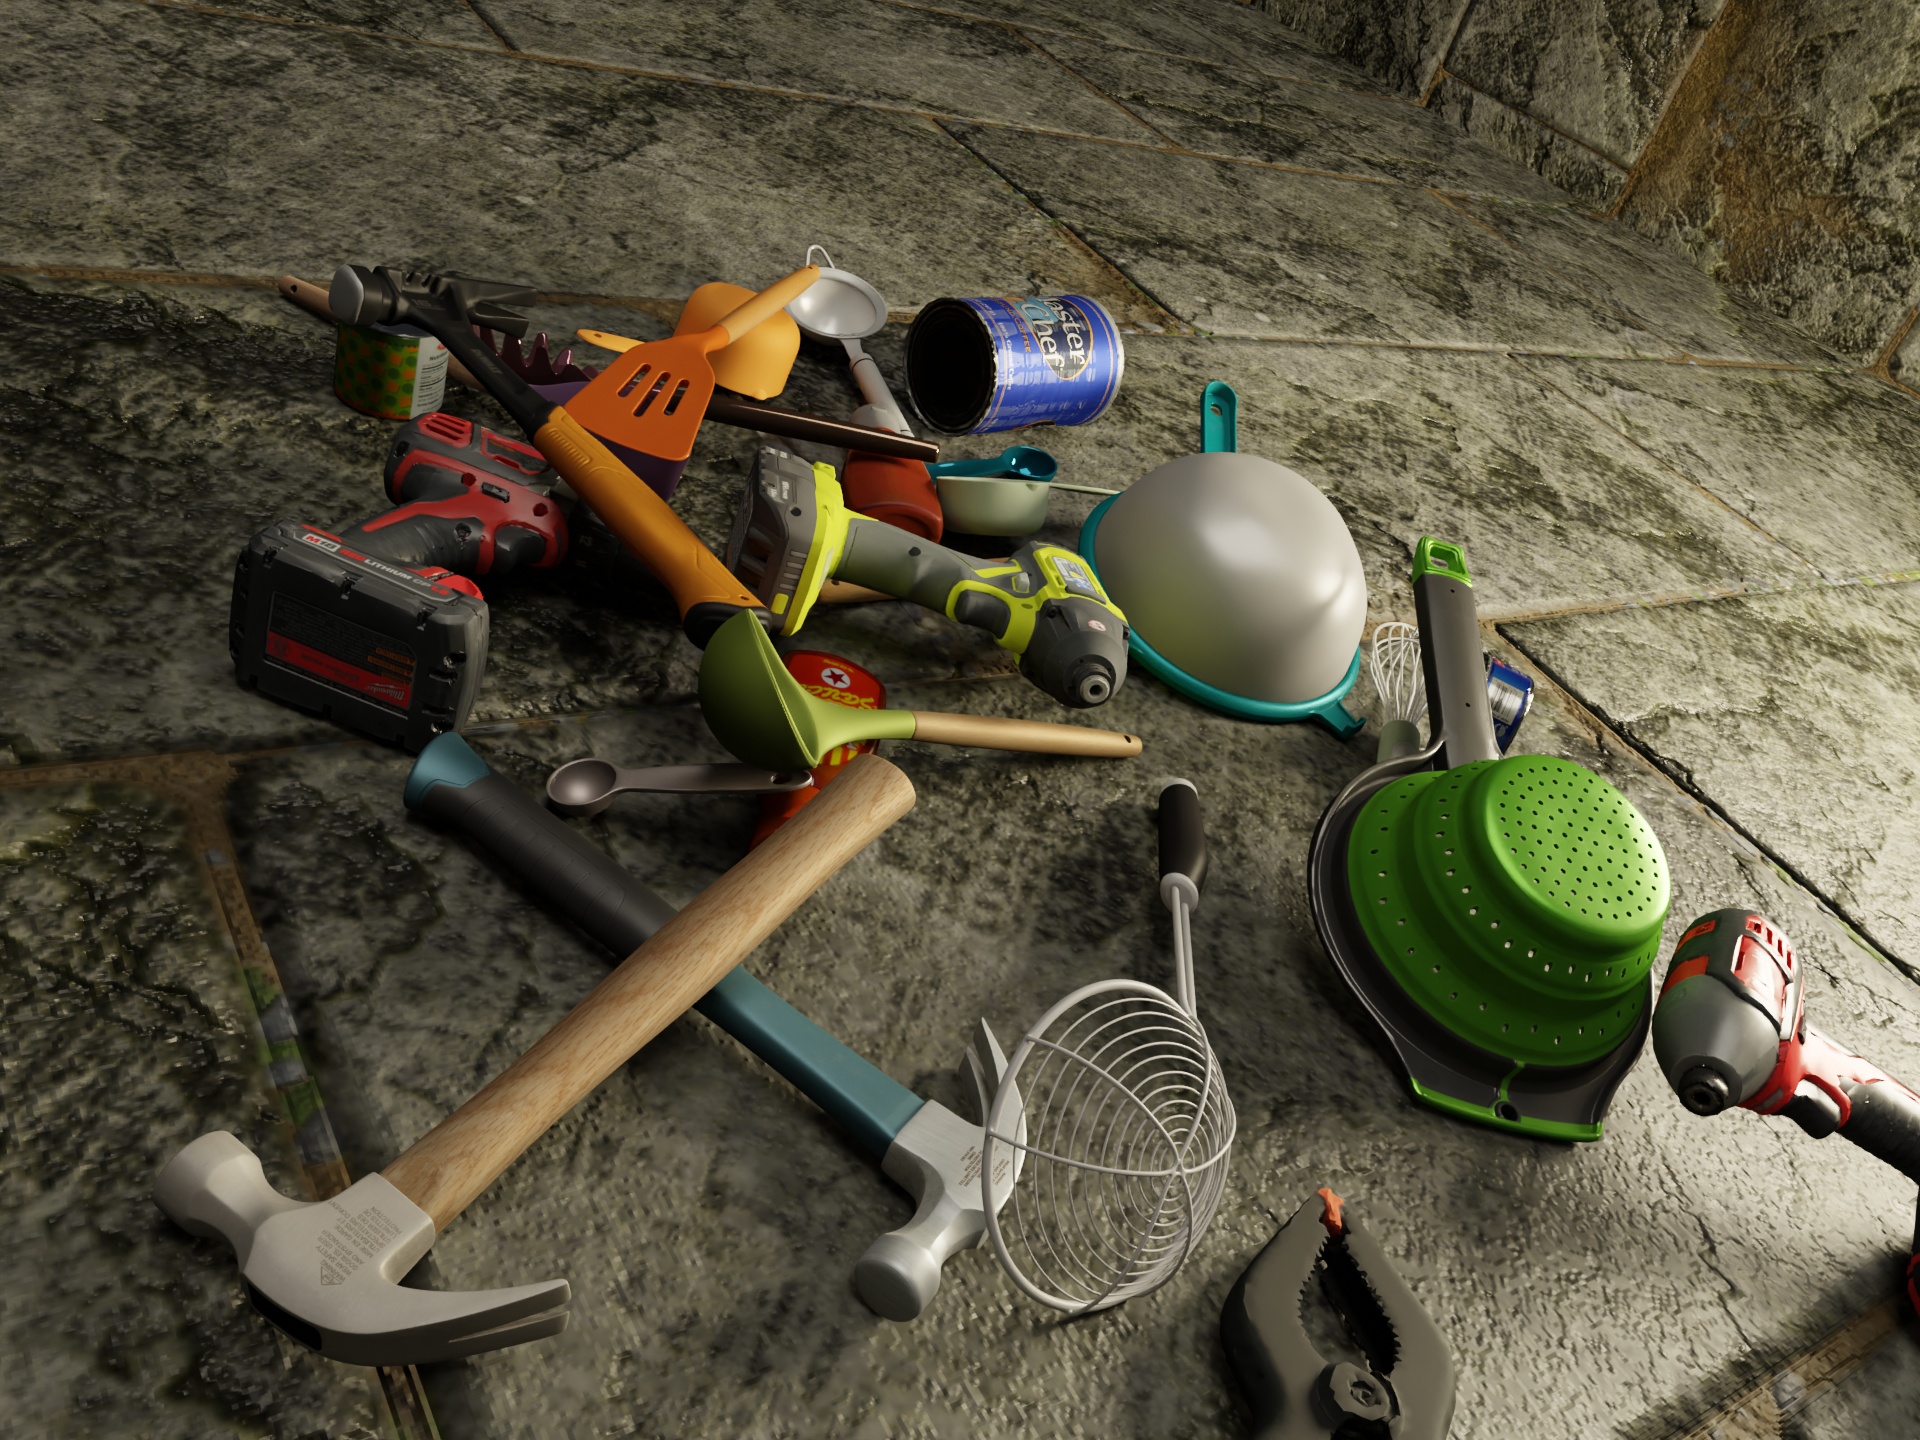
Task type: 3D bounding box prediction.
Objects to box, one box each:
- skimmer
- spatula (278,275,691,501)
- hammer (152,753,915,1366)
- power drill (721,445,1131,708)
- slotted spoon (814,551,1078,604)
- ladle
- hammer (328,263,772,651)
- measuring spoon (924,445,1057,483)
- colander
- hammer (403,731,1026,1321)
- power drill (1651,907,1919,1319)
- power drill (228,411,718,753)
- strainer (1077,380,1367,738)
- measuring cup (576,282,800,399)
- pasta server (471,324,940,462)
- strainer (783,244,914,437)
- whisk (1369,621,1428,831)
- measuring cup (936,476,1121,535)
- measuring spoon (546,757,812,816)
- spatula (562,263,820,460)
[{"bbox_3d":[0.075,0.117,0.740,0.090,0.127,0.363,-19,18,14],"label":"skimmer"},{"bbox_3d":[-0.308,-0.223,1.016,0.316,0.060,0.018,25,3,13],"label":"spatula"},{"bbox_3d":[-0.122,0.109,0.613,0.130,0.031,0.331,32,45,18],"label":"hammer"},{"bbox_3d":[-0.017,-0.073,0.892,0.223,0.080,0.171,15,21,-14],"label":"power drill"},{"bbox_3d":[0.035,-0.100,1.046,0.313,0.031,0.070,-11,45,-36],"label":"slotted spoon"},{"bbox_3d":[-0.001,-0.003,0.813,0.320,0.062,0.078,6,52,-46],"label":"ladle"},{"bbox_3d":[-0.205,-0.145,0.856,0.127,0.034,0.337,-9,46,-50],"label":"hammer"},{"bbox_3d":[0.011,-0.175,1.151,0.128,0.021,0.042,-11,46,-26],"label":"measuring spoon"},{"bbox_3d":[0.298,0.022,0.867,0.204,0.094,0.397,15,51,-10],"label":"colander"},{"bbox_3d":[-0.114,0.105,0.673,0.331,0.033,0.128,34,37,17],"label":"hammer"},{"bbox_3d":[0.434,0.199,0.769,0.220,0.078,0.143,42,38,10],"label":"power drill"},{"bbox_3d":[-0.241,-0.076,0.820,0.188,0.080,0.227,22,31,0],"label":"power drill"},{"bbox_3d":[0.196,-0.154,1.090,0.211,0.095,0.341,19,46,-12],"label":"strainer"},{"bbox_3d":[-0.188,-0.278,1.120,0.173,0.052,0.095,-2,40,-48],"label":"measuring cup"},{"bbox_3d":[-0.167,-0.214,1.042,0.316,0.040,0.060,12,12,2],"label":"pasta server"},{"bbox_3d":[-0.079,-0.273,1.211,0.087,0.050,0.259,-7,48,-22],"label":"strainer"},{"bbox_3d":[0.284,0.004,1.021,0.058,0.059,0.246,32,39,-4],"label":"whisk"},{"bbox_3d":[0.053,-0.146,1.099,0.167,0.038,0.083,-4,12,-44],"label":"measuring cup"},{"bbox_3d":[-0.132,0.033,0.749,0.124,0.018,0.034,-1,38,-1],"label":"measuring spoon"},{"bbox_3d":[-0.154,-0.253,1.055,0.081,0.041,0.323,22,32,4],"label":"spatula"}]
